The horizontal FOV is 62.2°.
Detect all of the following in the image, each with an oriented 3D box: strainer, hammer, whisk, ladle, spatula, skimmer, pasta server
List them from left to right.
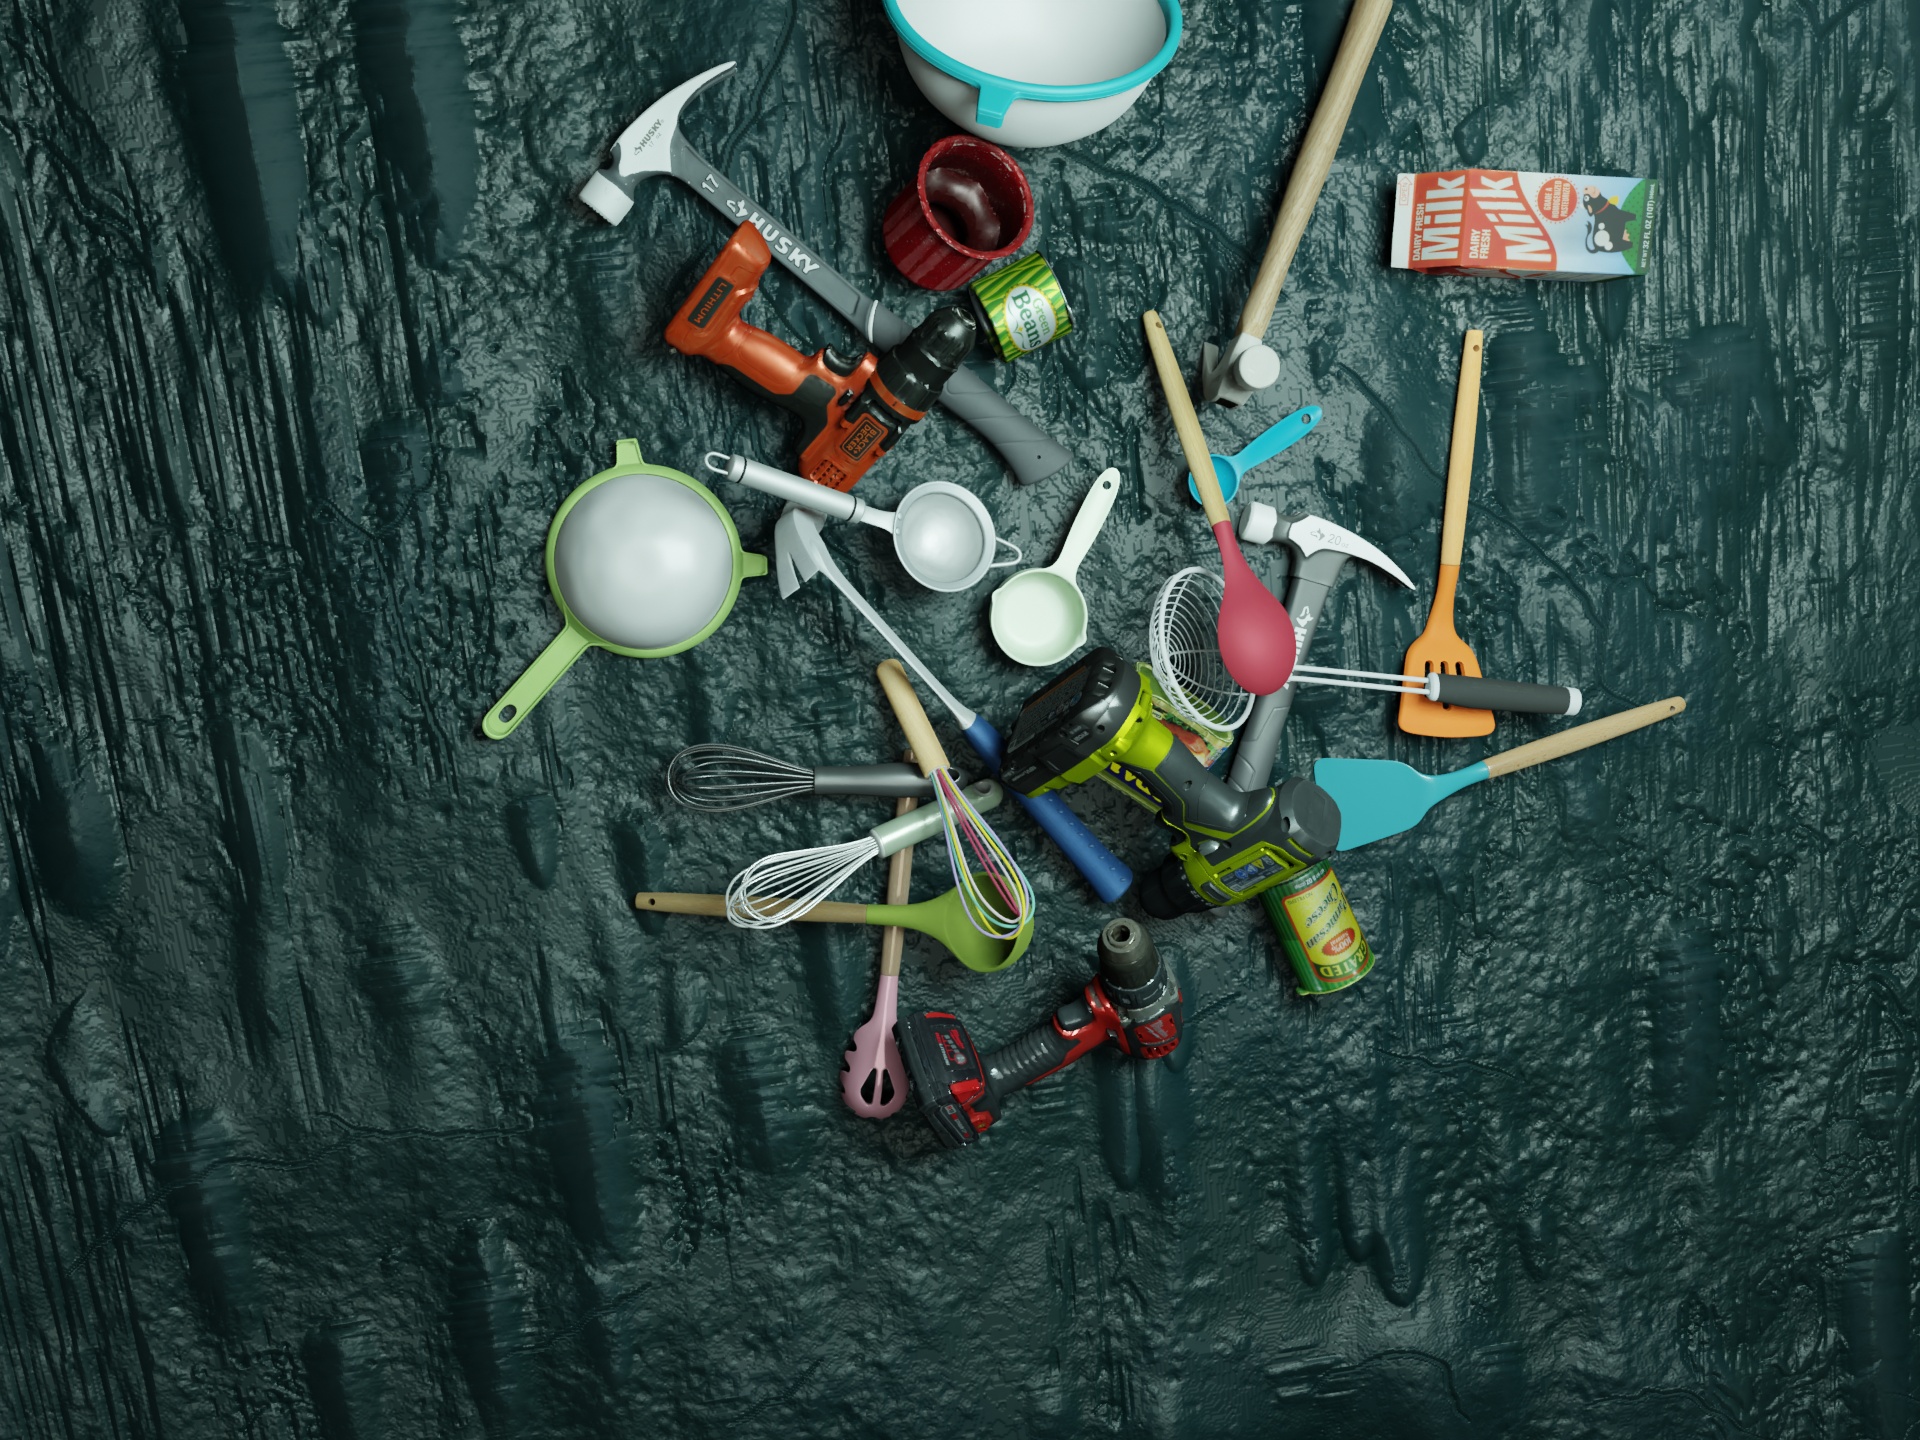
[{"bbox_3d":[-0.278,-0.079,1.207,0.151,0.069,0.256,42,92,-11],"label":"strainer"},{"bbox_3d":[-0.113,0.045,1.253,0.239,0.055,0.055,1,100,-4],"label":"whisk"},{"bbox_3d":[-0.102,0.152,1.255,0.320,0.062,0.078,3,85,4],"label":"ladle"},{"bbox_3d":[-0.079,-0.319,1.202,0.408,0.036,0.149,38,94,-11],"label":"hammer"},{"bbox_3d":[-0.073,-0.156,1.188,0.258,0.050,0.087,16,76,-29],"label":"strainer"},{"bbox_3d":[-0.072,0.100,1.244,0.246,0.058,0.059,-23,139,-22],"label":"whisk"},{"bbox_3d":[-0.056,0.179,1.301,0.060,0.040,0.316,5,96,-7],"label":"pasta server"},{"bbox_3d":[-0.006,0.055,1.219,0.051,0.047,0.245,-20,68,-15],"label":"whisk"},{"bbox_3d":[-0.002,-0.004,1.232,0.035,0.144,0.405,-37,109,16],"label":"hammer"},{"bbox_3d":[0.099,-0.499,1.158,0.340,0.095,0.211,-23,63,-23],"label":"strainer"},{"bbox_3d":[0.188,-0.170,1.196,0.069,0.031,0.316,-8,73,-27],"label":"ladle"},{"bbox_3d":[0.254,0.001,1.293,0.146,0.035,0.334,15,99,-7],"label":"hammer"},{"bbox_3d":[0.253,-0.389,1.193,0.031,0.130,0.331,21,87,-9],"label":"hammer"},{"bbox_3d":[0.317,-0.041,1.225,0.363,0.090,0.127,6,71,-6],"label":"skimmer"},{"bbox_3d":[0.400,-0.149,1.277,0.081,0.041,0.322,2,99,-5],"label":"spatula"},{"bbox_3d":[0.454,0.030,1.325,0.317,0.044,0.082,-17,101,-7],"label":"spatula"}]

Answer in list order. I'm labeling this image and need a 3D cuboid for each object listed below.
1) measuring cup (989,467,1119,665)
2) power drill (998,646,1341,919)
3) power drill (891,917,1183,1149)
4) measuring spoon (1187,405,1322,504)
[{"bbox_3d":[0.080,-0.123,1.253,0.083,0.038,0.167,26,95,-10],"label":"measuring cup"},{"bbox_3d":[0.144,0.062,1.200,0.228,0.080,0.190,36,138,-16],"label":"power drill"},{"bbox_3d":[0.066,0.240,1.255,0.226,0.080,0.187,-22,144,-1],"label":"power drill"},{"bbox_3d":[0.233,-0.213,1.264,0.128,0.021,0.042,-34,101,-8],"label":"measuring spoon"}]
